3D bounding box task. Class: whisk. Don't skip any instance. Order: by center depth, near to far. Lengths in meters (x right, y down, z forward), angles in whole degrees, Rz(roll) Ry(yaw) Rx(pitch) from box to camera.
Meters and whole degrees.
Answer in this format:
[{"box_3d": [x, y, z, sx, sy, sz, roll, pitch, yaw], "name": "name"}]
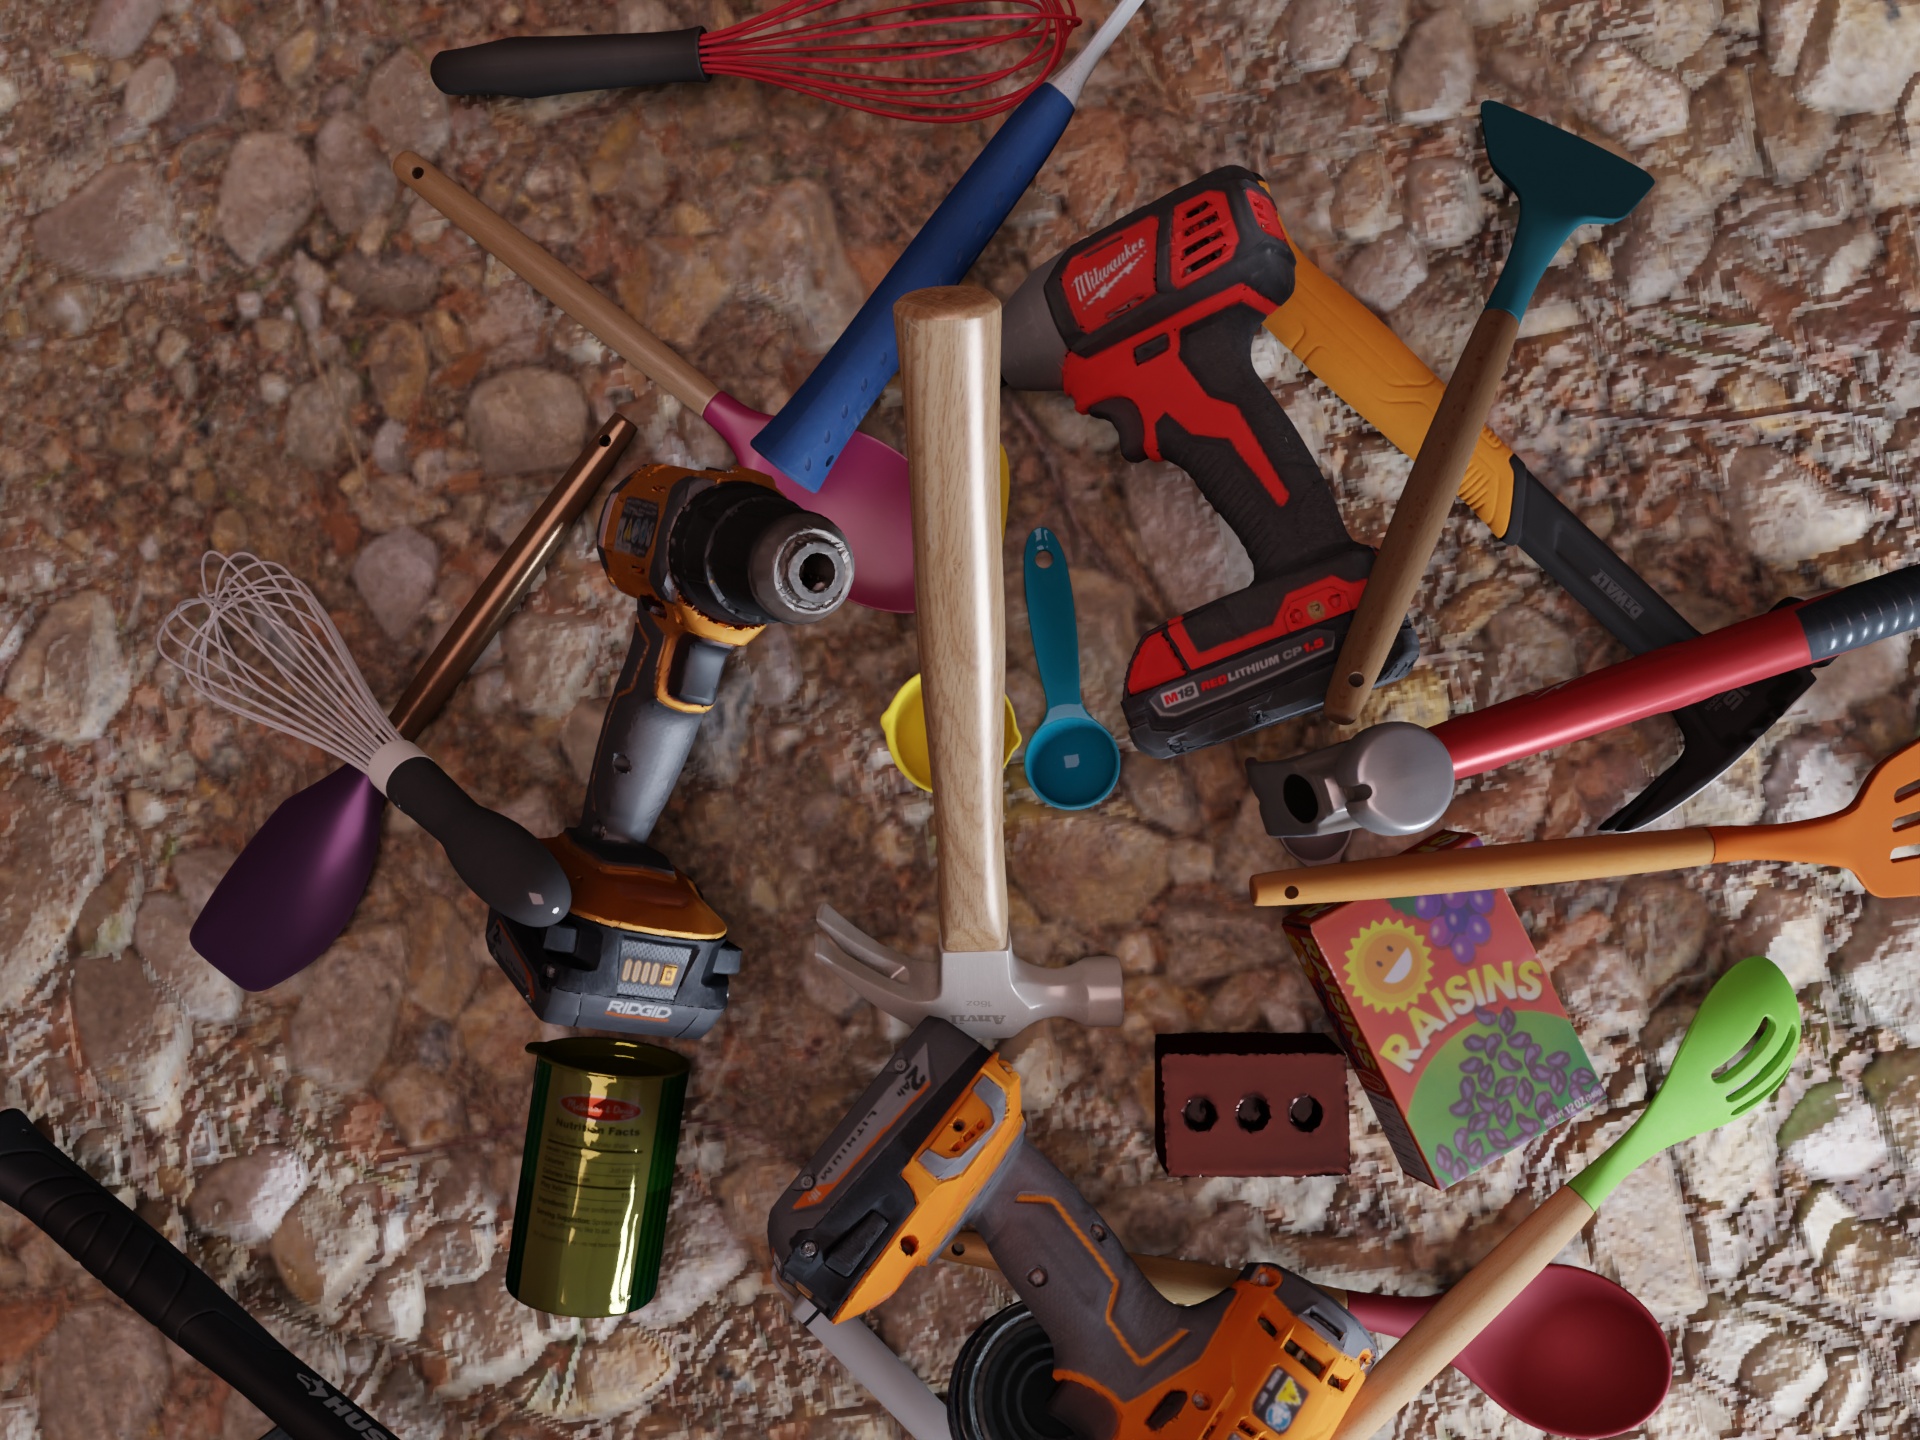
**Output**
[{"box_3d": [-0.246, 0.007, 0.654, 0.285, 0.070, 0.070, 33, 92, 33], "name": "whisk"}, {"box_3d": [-0.094, -0.295, 0.702, 0.296, 0.073, 0.073, -1, 89, 9], "name": "whisk"}]

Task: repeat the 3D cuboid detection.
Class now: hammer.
[{"box_3d": [-0.001, -0.002, 0.610, 0.130, 0.031, 0.331, -2, 124, 1], "name": "hammer"}, {"box_3d": [0.302, -0.026, 0.625, 0.386, 0.143, 0.038, -17, 88, -9], "name": "hammer"}, {"box_3d": [0.049, -0.266, 0.662, 0.035, 0.144, 0.405, 39, 97, 5], "name": "hammer"}, {"box_3d": [0.214, -0.106, 0.686, 0.127, 0.034, 0.337, -45, 86, 1], "name": "hammer"}, {"box_3d": [-0.306, 0.271, 0.686, 0.335, 0.146, 0.035, 31, 91, 15], "name": "hammer"}]

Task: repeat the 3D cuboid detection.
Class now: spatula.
[{"box_3d": [0.203, -0.131, 0.630, 0.082, 0.044, 0.318, 26, 71, 3], "name": "spatula"}, {"box_3d": [0.276, 0.051, 0.650, 0.322, 0.041, 0.081, -5, 103, -3], "name": "spatula"}, {"box_3d": [-0.243, -0.008, 0.724, 0.060, 0.018, 0.316, 36, 93, 3], "name": "spatula"}]

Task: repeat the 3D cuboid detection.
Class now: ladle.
[{"box_3d": [0.140, 0.252, 0.688, 0.315, 0.031, 0.069, 7, 79, 6], "name": "ladle"}]

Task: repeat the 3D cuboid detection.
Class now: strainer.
[{"box_3d": [0.009, 0.331, 0.691, 0.258, 0.050, 0.087, 43, 106, 7], "name": "strainer"}]

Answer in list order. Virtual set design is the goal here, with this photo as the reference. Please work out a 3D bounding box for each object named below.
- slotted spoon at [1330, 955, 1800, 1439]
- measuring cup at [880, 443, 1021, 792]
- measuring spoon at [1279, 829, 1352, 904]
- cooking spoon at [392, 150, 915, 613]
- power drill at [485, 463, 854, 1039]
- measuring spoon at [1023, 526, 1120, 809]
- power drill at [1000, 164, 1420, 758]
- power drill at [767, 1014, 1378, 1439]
[{"box_3d": [0.238, 0.216, 0.656, 0.314, 0.031, 0.070, -42, 121, -3], "name": "slotted spoon"}, {"box_3d": [0.004, -0.045, 0.702, 0.062, 0.029, 0.156, 8, 89, 3], "name": "measuring cup"}, {"box_3d": [0.162, 0.088, 0.698, 0.034, 0.018, 0.124, -13, 95, -9], "name": "measuring spoon"}, {"box_3d": [-0.131, -0.159, 0.719, 0.319, 0.017, 0.069, 38, 96, 3], "name": "cooking spoon"}, {"box_3d": [-0.113, 0.009, 0.636, 0.084, 0.185, 0.226, 14, 93, -30], "name": "power drill"}, {"box_3d": [0.044, -0.023, 0.709, 0.042, 0.021, 0.129, -8, 79, 3], "name": "measuring spoon"}, {"box_3d": [0.093, -0.102, 0.663, 0.143, 0.078, 0.220, -21, 84, 26], "name": "power drill"}, {"box_3d": [0.032, 0.245, 0.631, 0.226, 0.084, 0.164, 37, 65, 10], "name": "power drill"}]
